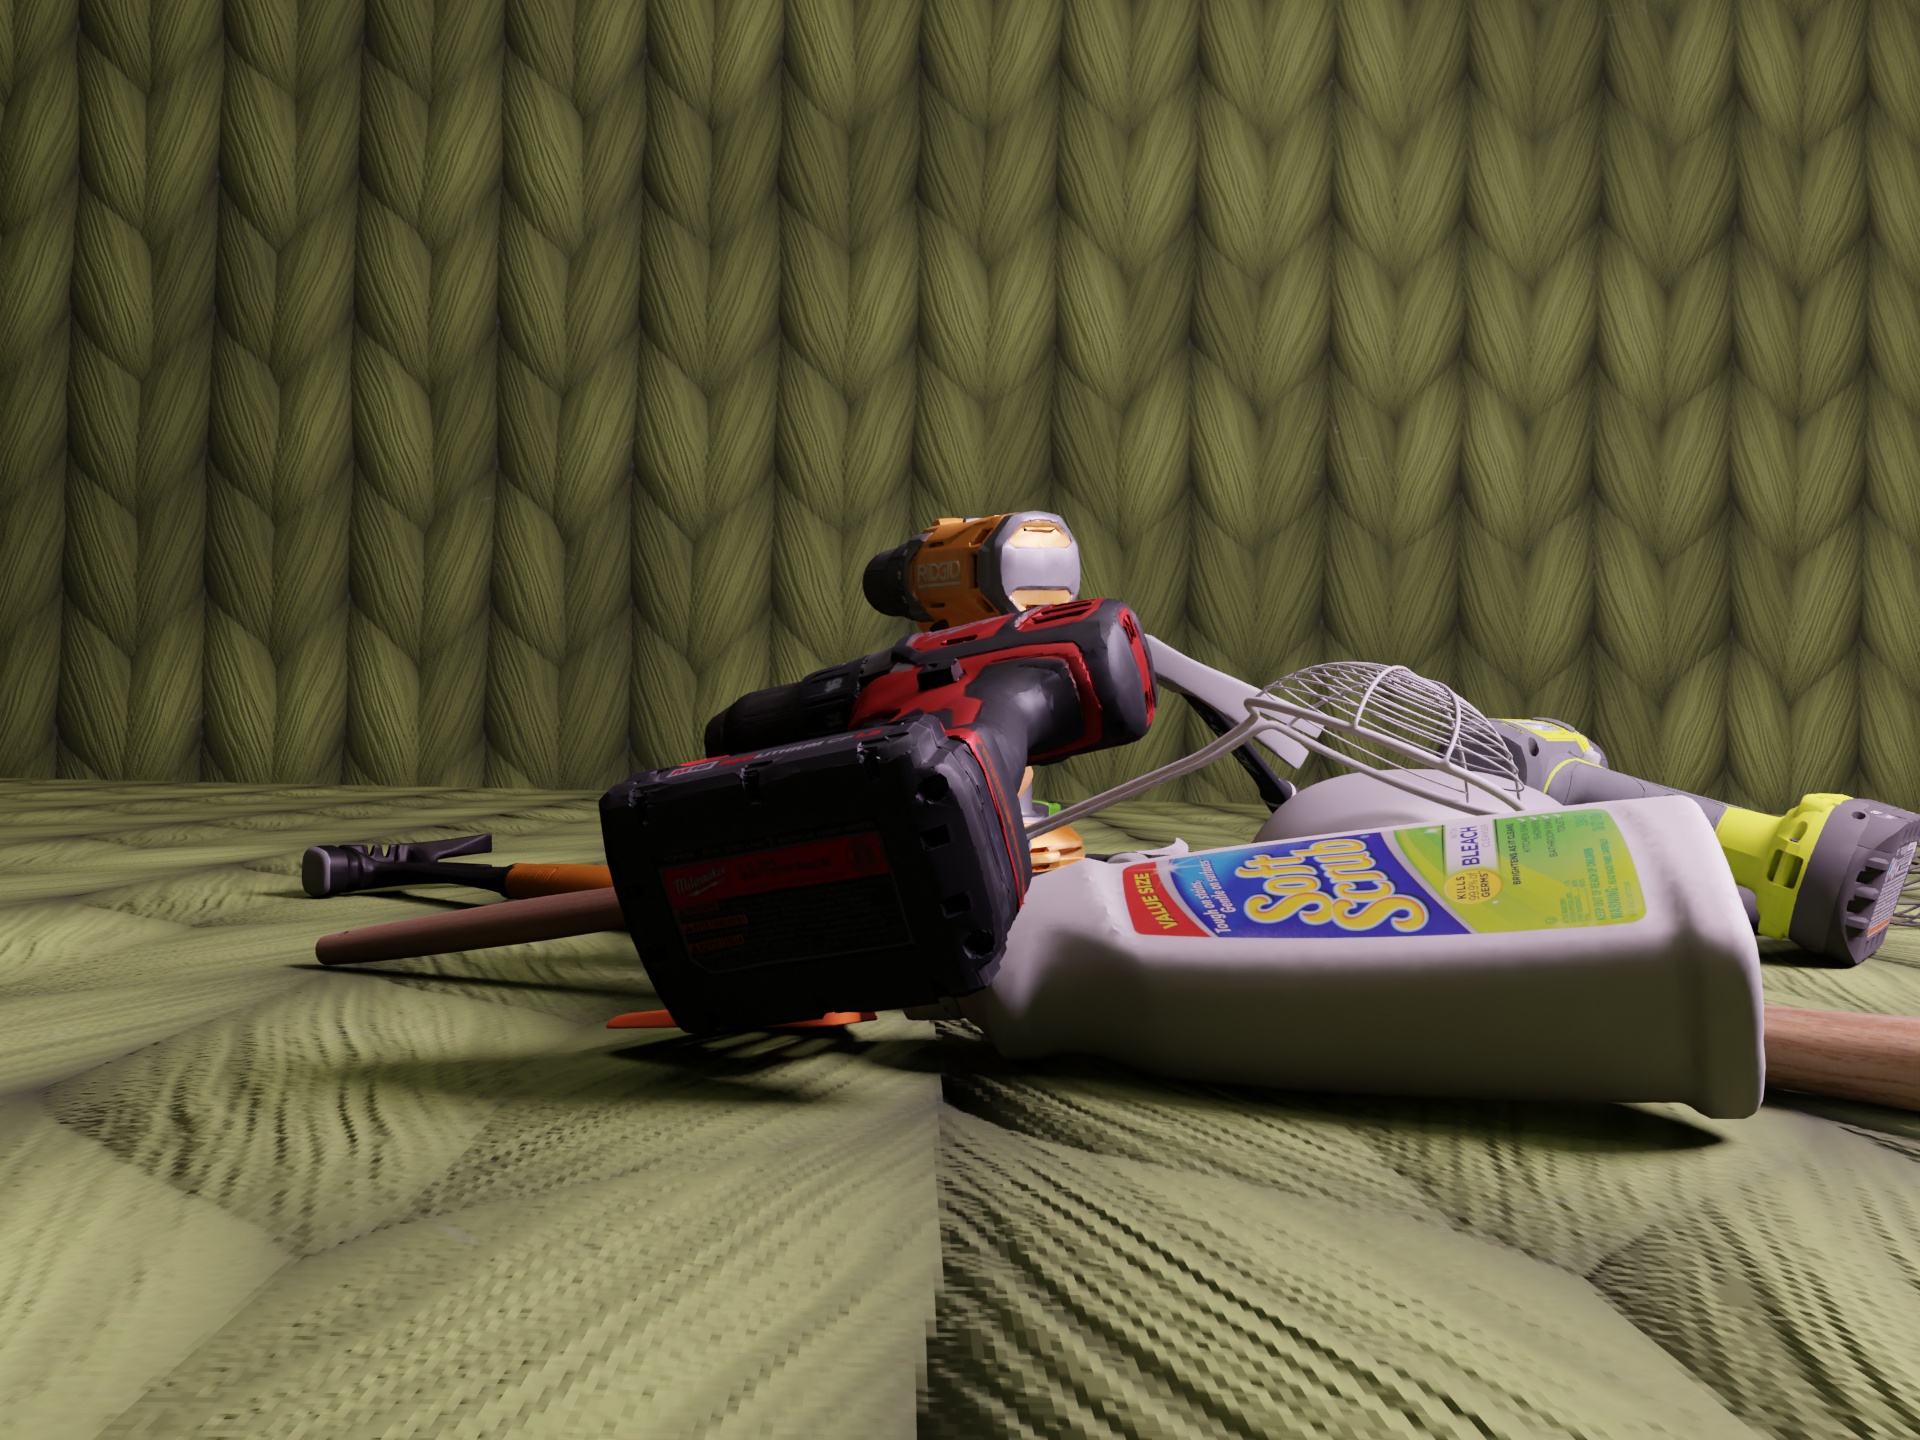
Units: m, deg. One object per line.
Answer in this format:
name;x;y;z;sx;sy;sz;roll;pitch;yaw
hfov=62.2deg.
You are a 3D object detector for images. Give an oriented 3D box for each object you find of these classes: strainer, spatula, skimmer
strainer;0.192;0.071;0.855;0.211;0.095;0.340;2;0;-42
spatula;-0.128;0.072;0.633;0.316;0.018;0.060;-11;13;20
skimmer;0.080;0.062;0.753;0.363;0.090;0.127;-25;-31;29
spatula;-0.024;0.065;0.642;0.081;0.041;0.322;-5;16;22

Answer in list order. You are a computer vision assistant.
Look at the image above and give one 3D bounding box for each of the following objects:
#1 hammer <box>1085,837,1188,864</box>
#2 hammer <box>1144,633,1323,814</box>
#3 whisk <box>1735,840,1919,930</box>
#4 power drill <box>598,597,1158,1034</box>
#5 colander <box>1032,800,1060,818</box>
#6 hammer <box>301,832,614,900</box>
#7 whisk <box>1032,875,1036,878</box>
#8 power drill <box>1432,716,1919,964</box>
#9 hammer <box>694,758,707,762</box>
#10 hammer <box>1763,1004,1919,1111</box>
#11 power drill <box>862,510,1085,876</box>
hammer;0.005;0.101;1.157;0.335;0.035;0.146;1;0;28
hammer;0.202;0.041;1.008;0.149;0.036;0.408;28;-5;33
whisk;0.520;0.106;0.960;0.239;0.055;0.055;-3;1;-25
power drill;-0.039;0.021;0.562;0.188;0.080;0.227;-11;14;21
colander;-0.011;0.034;1.150;0.204;0.094;0.397;0;-2;24
hammer;-0.233;0.093;0.903;0.337;0.034;0.127;1;0;40
whisk;0.069;0.096;0.732;0.245;0.047;0.051;6;6;16
power drill;0.401;0.054;0.896;0.229;0.080;0.190;21;12;36
hammer;-0.087;0.058;0.837;0.128;0.033;0.331;-9;-13;-10
hammer;0.157;0.099;0.565;0.331;0.031;0.130;1;0;37
power drill;-0.001;-0.003;0.914;0.084;0.226;0.185;-3;3;-30
